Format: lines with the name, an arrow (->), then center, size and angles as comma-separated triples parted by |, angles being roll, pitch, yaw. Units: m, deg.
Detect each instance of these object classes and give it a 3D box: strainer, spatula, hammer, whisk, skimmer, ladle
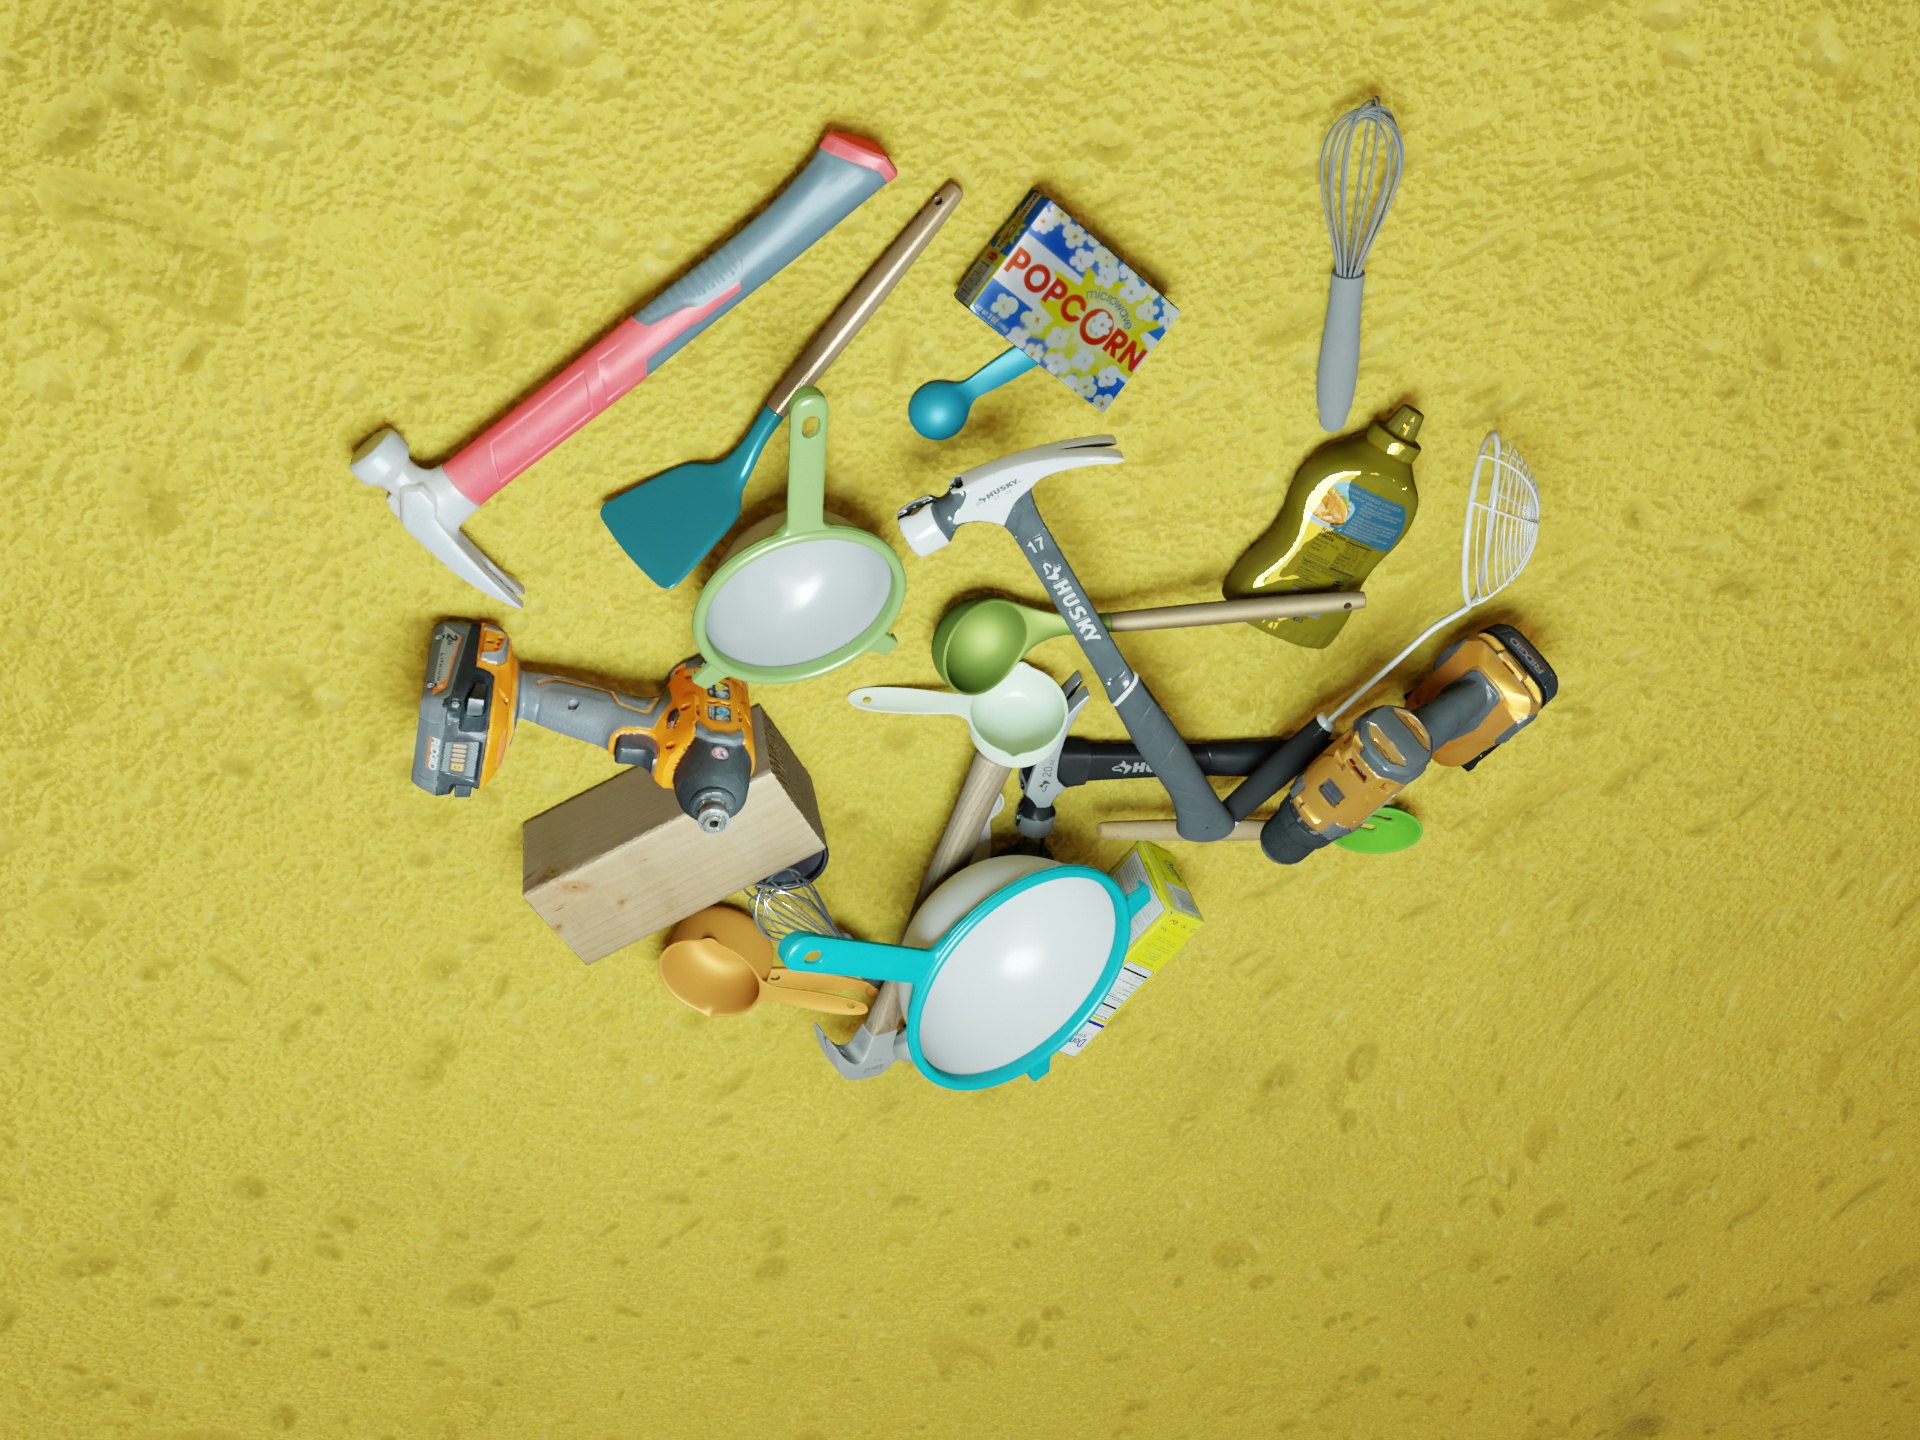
strainer -> -0.112, -0.131, 1.059 | 0.151, 0.069, 0.256 | -12, 142, -17
strainer -> 0.013, 0.192, 1.372 | 0.086, 0.050, 0.258 | 9, 127, -38
strainer -> -0.019, 0.170, 1.217 | 0.340, 0.095, 0.211 | 15, 109, -43
spatula -> -0.108, -0.222, 1.030 | 0.317, 0.082, 0.044 | -48, 159, 15
hammer -> -0.031, 0.164, 1.299 | 0.130, 0.031, 0.331 | -6, 127, -46
whisk -> 0.263, -0.299, 1.074 | 0.055, 0.055, 0.238 | -10, 131, -7
hammer -> 0.114, -0.039, 1.146 | 0.149, 0.036, 0.408 | -26, 131, 12
hammer -> -0.193, -0.226, 1.008 | 0.386, 0.038, 0.143 | -35, 124, 11
hammer -> 0.215, 0.028, 1.306 | 0.334, 0.035, 0.146 | -1, 126, -14
skimmer -> 0.305, -0.060, 1.224 | 0.090, 0.127, 0.363 | 48, 117, 10
ladle -> 0.138, -0.067, 1.166 | 0.320, 0.062, 0.078 | -5, 127, 3
whisk -> -0.102, 0.181, 1.302 | 0.059, 0.058, 0.246 | 4, 155, 30

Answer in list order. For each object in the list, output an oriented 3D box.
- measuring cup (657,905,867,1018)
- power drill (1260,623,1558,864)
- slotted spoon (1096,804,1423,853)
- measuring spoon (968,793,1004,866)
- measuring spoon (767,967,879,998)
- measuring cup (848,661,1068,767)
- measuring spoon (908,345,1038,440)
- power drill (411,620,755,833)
measuring cup -> -0.155, 0.201, 1.291 | 0.173, 0.052, 0.095 | 11, 129, 4
power drill -> 0.342, 0.027, 1.245 | 0.226, 0.084, 0.185 | -27, 162, -34
slotted spoon -> 0.255, 0.091, 1.345 | 0.313, 0.031, 0.070 | 1, 144, -24
measuring spoon -> 0.015, 0.096, 1.319 | 0.034, 0.018, 0.124 | -4, 133, -9
measuring spoon -> -0.119, 0.229, 1.378 | 0.116, 0.011, 0.021 | 11, 122, -22
measuring cup -> -0.002, -0.004, 1.218 | 0.167, 0.083, 0.038 | 5, 153, 3
measuring spoon -> 0.024, -0.229, 1.075 | 0.128, 0.021, 0.042 | -30, 127, 8
power drill -> -0.252, 0.010, 1.090 | 0.226, 0.164, 0.084 | 8, 123, -18
